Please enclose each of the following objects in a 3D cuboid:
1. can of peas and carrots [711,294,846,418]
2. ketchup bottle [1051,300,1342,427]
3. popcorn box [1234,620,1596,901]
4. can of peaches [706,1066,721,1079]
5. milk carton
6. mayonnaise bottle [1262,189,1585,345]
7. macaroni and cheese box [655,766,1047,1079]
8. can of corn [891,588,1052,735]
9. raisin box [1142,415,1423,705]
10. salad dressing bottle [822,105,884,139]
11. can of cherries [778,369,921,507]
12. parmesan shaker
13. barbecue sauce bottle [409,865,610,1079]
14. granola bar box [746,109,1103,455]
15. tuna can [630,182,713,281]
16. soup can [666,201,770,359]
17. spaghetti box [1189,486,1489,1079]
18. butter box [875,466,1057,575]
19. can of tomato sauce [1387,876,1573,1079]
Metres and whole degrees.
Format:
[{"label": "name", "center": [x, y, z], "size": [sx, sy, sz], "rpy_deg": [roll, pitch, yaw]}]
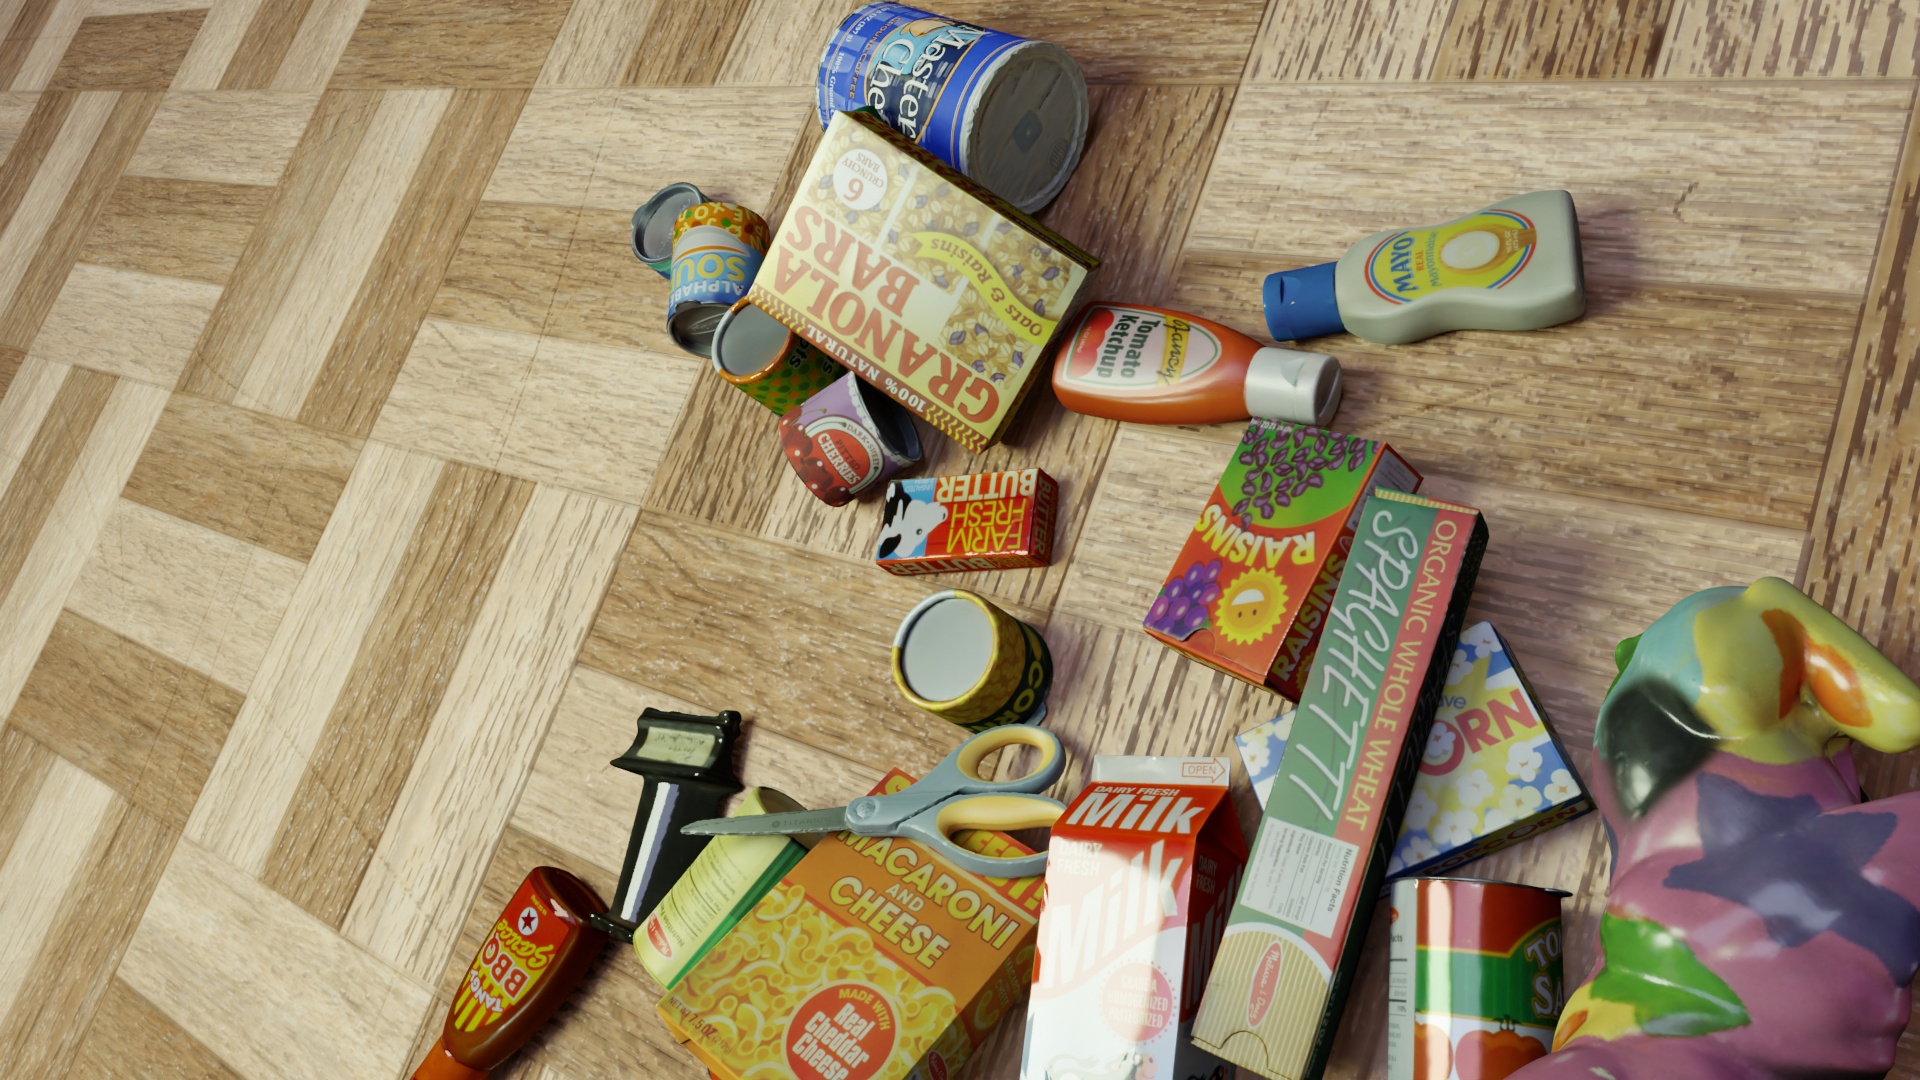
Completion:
[{"label": "can of peas and carrots", "center": [-0.113, -0.118, 0.881], "size": [0.071, 0.058, 0.071], "rpy_deg": [-12, 64, 27]}, {"label": "ketchup bottle", "center": [0.124, -0.088, 0.732], "size": [0.149, 0.043, 0.065], "rpy_deg": [14, 72, 35]}, {"label": "popcorn box", "center": [0.195, 0.102, 0.607], "size": [0.126, 0.038, 0.085], "rpy_deg": [-29, 56, 18]}, {"label": "can of peaches", "center": [-0.084, 0.257, 0.690], "size": [0.058, 0.071, 0.071], "rpy_deg": [24, 83, 35]}, {"label": "milk carton", "center": [0.080, 0.190, 0.617], "size": [0.072, 0.073, 0.191], "rpy_deg": [-4, 67, 31]}, {"label": "mayonnaise bottle", "center": [0.226, -0.128, 0.687], "size": [0.148, 0.041, 0.065], "rpy_deg": [-7, 67, 29]}, {"label": "macaroni and cheese box", "center": [-0.041, 0.201, 0.662], "size": [0.124, 0.040, 0.167], "rpy_deg": [25, 54, 36]}, {"label": "can of corn", "center": [0.007, 0.066, 0.726], "size": [0.071, 0.058, 0.071], "rpy_deg": [-13, 63, 27]}, {"label": "raisin box", "center": [0.151, 0.007, 0.662], "size": [0.086, 0.040, 0.123], "rpy_deg": [22, 82, 53]}, {"label": "salad dressing bottle", "center": [-0.028, -0.184, 0.819], "size": [0.064, 0.044, 0.147], "rpy_deg": [-28, 94, 48]}, {"label": "can of cherries", "center": [-0.065, -0.060, 0.819], "size": [0.058, 0.071, 0.072], "rpy_deg": [-30, 57, 18]}, {"label": "parmesan shaker", "center": [-0.114, 0.193, 0.740], "size": [0.103, 0.071, 0.071], "rpy_deg": [-50, 53, 3]}, {"label": "barbecue sauce bottle", "center": [-0.267, 0.268, 0.815], "size": [0.065, 0.043, 0.148], "rpy_deg": [35, 90, 36]}, {"label": "granola bar box", "center": [-0.022, -0.145, 0.778], "size": [0.166, 0.039, 0.123], "rpy_deg": [35, 114, 9]}, {"label": "tuna can", "center": [-0.202, -0.221, 0.998], "size": [0.071, 0.033, 0.071], "rpy_deg": [-13, 63, 27]}, {"label": "soup can", "center": [-0.162, -0.175, 0.929], "size": [0.071, 0.071, 0.084], "rpy_deg": [-16, 62, 26]}, {"label": "spaghetti box", "center": [0.162, 0.099, 0.585], "size": [0.050, 0.028, 0.250], "rpy_deg": [14, 77, 35]}, {"label": "butter box", "center": [0.003, -0.010, 0.784], "size": [0.103, 0.024, 0.053], "rpy_deg": [-4, 67, 30]}, {"label": "can of tomato sauce", "center": [0.206, 0.180, 0.549], "size": [0.071, 0.071, 0.083], "rpy_deg": [-5, 68, 30]}]
